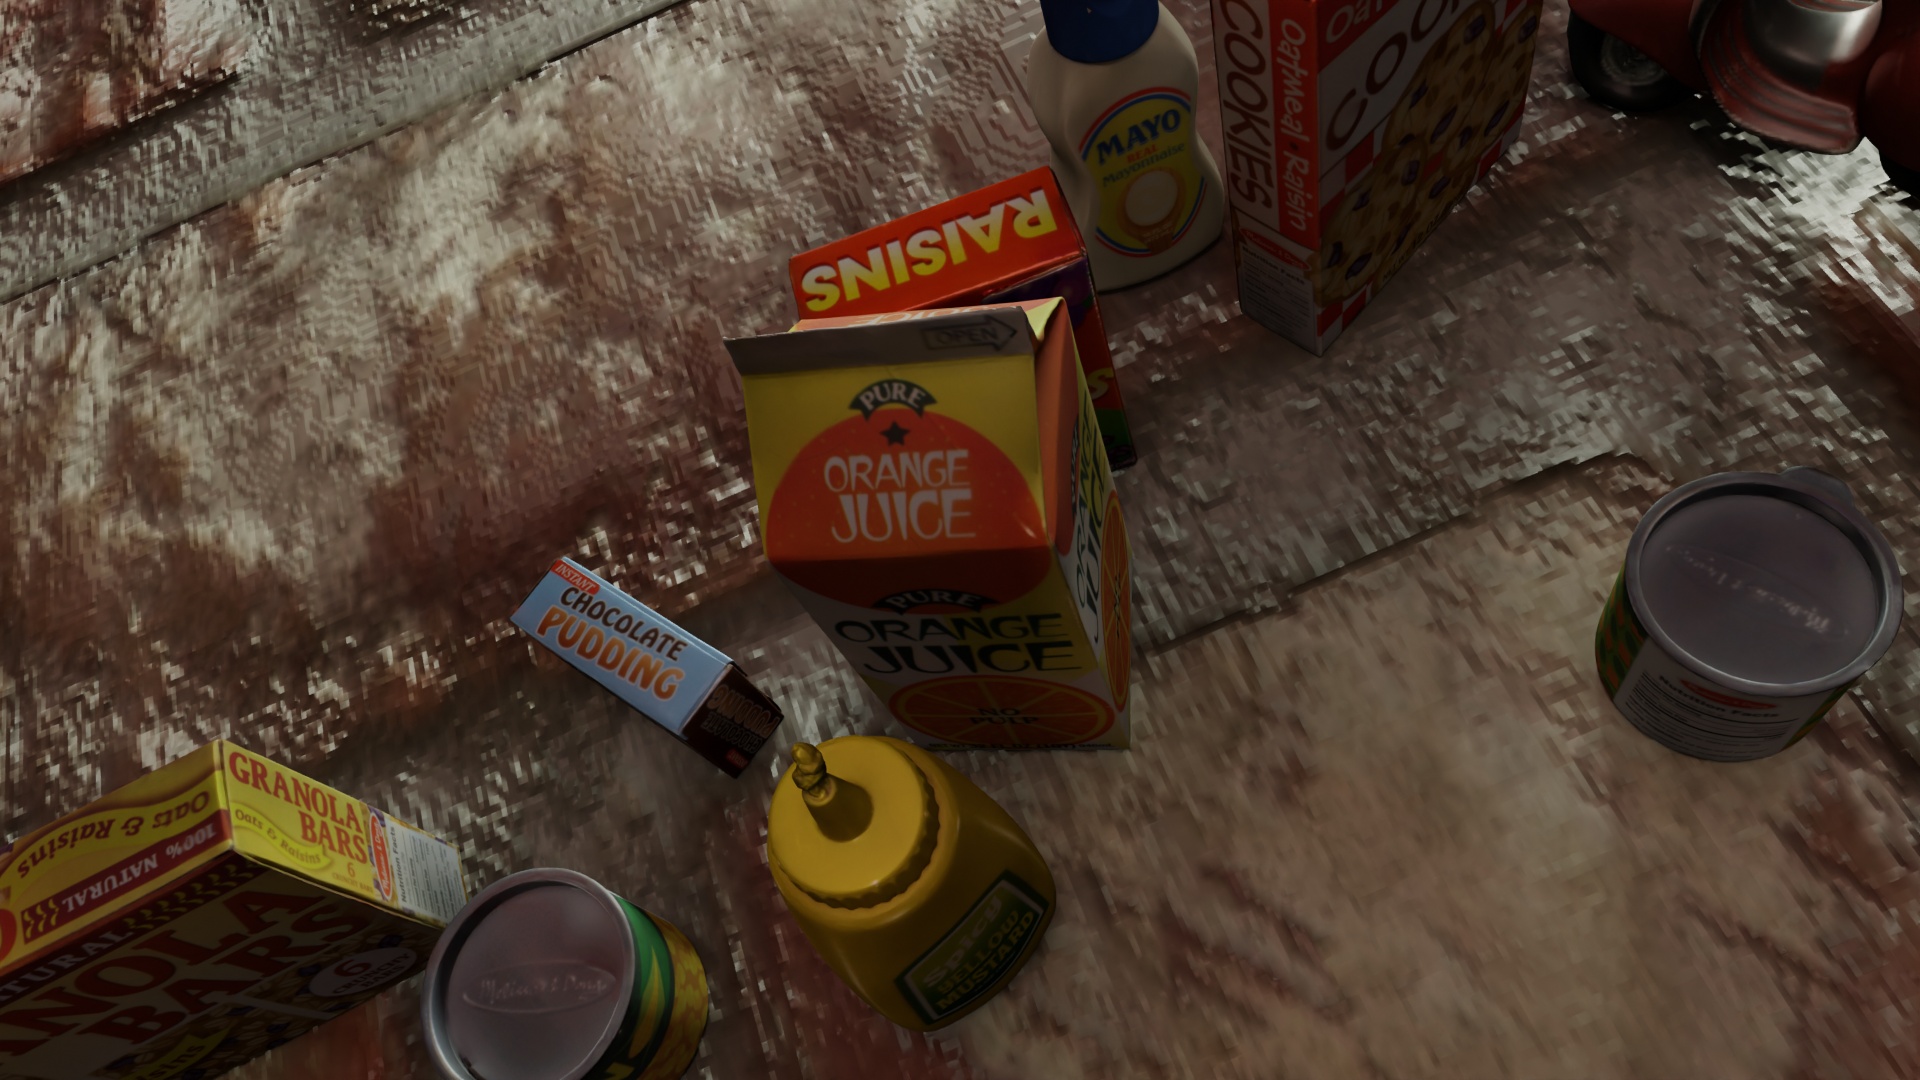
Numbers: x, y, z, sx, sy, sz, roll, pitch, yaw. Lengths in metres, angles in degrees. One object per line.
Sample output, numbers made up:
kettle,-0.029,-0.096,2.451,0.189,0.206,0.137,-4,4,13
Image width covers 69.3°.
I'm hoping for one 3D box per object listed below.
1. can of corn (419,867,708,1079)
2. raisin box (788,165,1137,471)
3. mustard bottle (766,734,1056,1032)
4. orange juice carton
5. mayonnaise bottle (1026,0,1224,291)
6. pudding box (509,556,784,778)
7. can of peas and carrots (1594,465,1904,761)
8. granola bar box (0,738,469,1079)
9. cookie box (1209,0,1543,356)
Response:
can of corn,-0.117,0.141,0.418,0.071,0.058,0.071,-6,62,12
raisin box,0.005,-0.055,0.452,0.086,0.123,0.040,-18,60,5
mustard bottle,-0.016,0.086,0.362,0.065,0.159,0.049,-44,61,-10
orange juice carton,0.001,-0.005,0.386,0.072,0.192,0.073,-2,63,14
mayonnaise bottle,0.054,-0.148,0.474,0.065,0.147,0.041,-24,60,2
pudding box,-0.106,0.042,0.471,0.084,0.049,0.030,28,73,25
can of peas and carrots,0.220,0.021,0.393,0.071,0.058,0.071,-6,62,12
granola bar box,-0.254,0.131,0.420,0.165,0.123,0.039,-27,60,0
cookie box,0.138,-0.154,0.444,0.040,0.167,0.123,37,77,28
